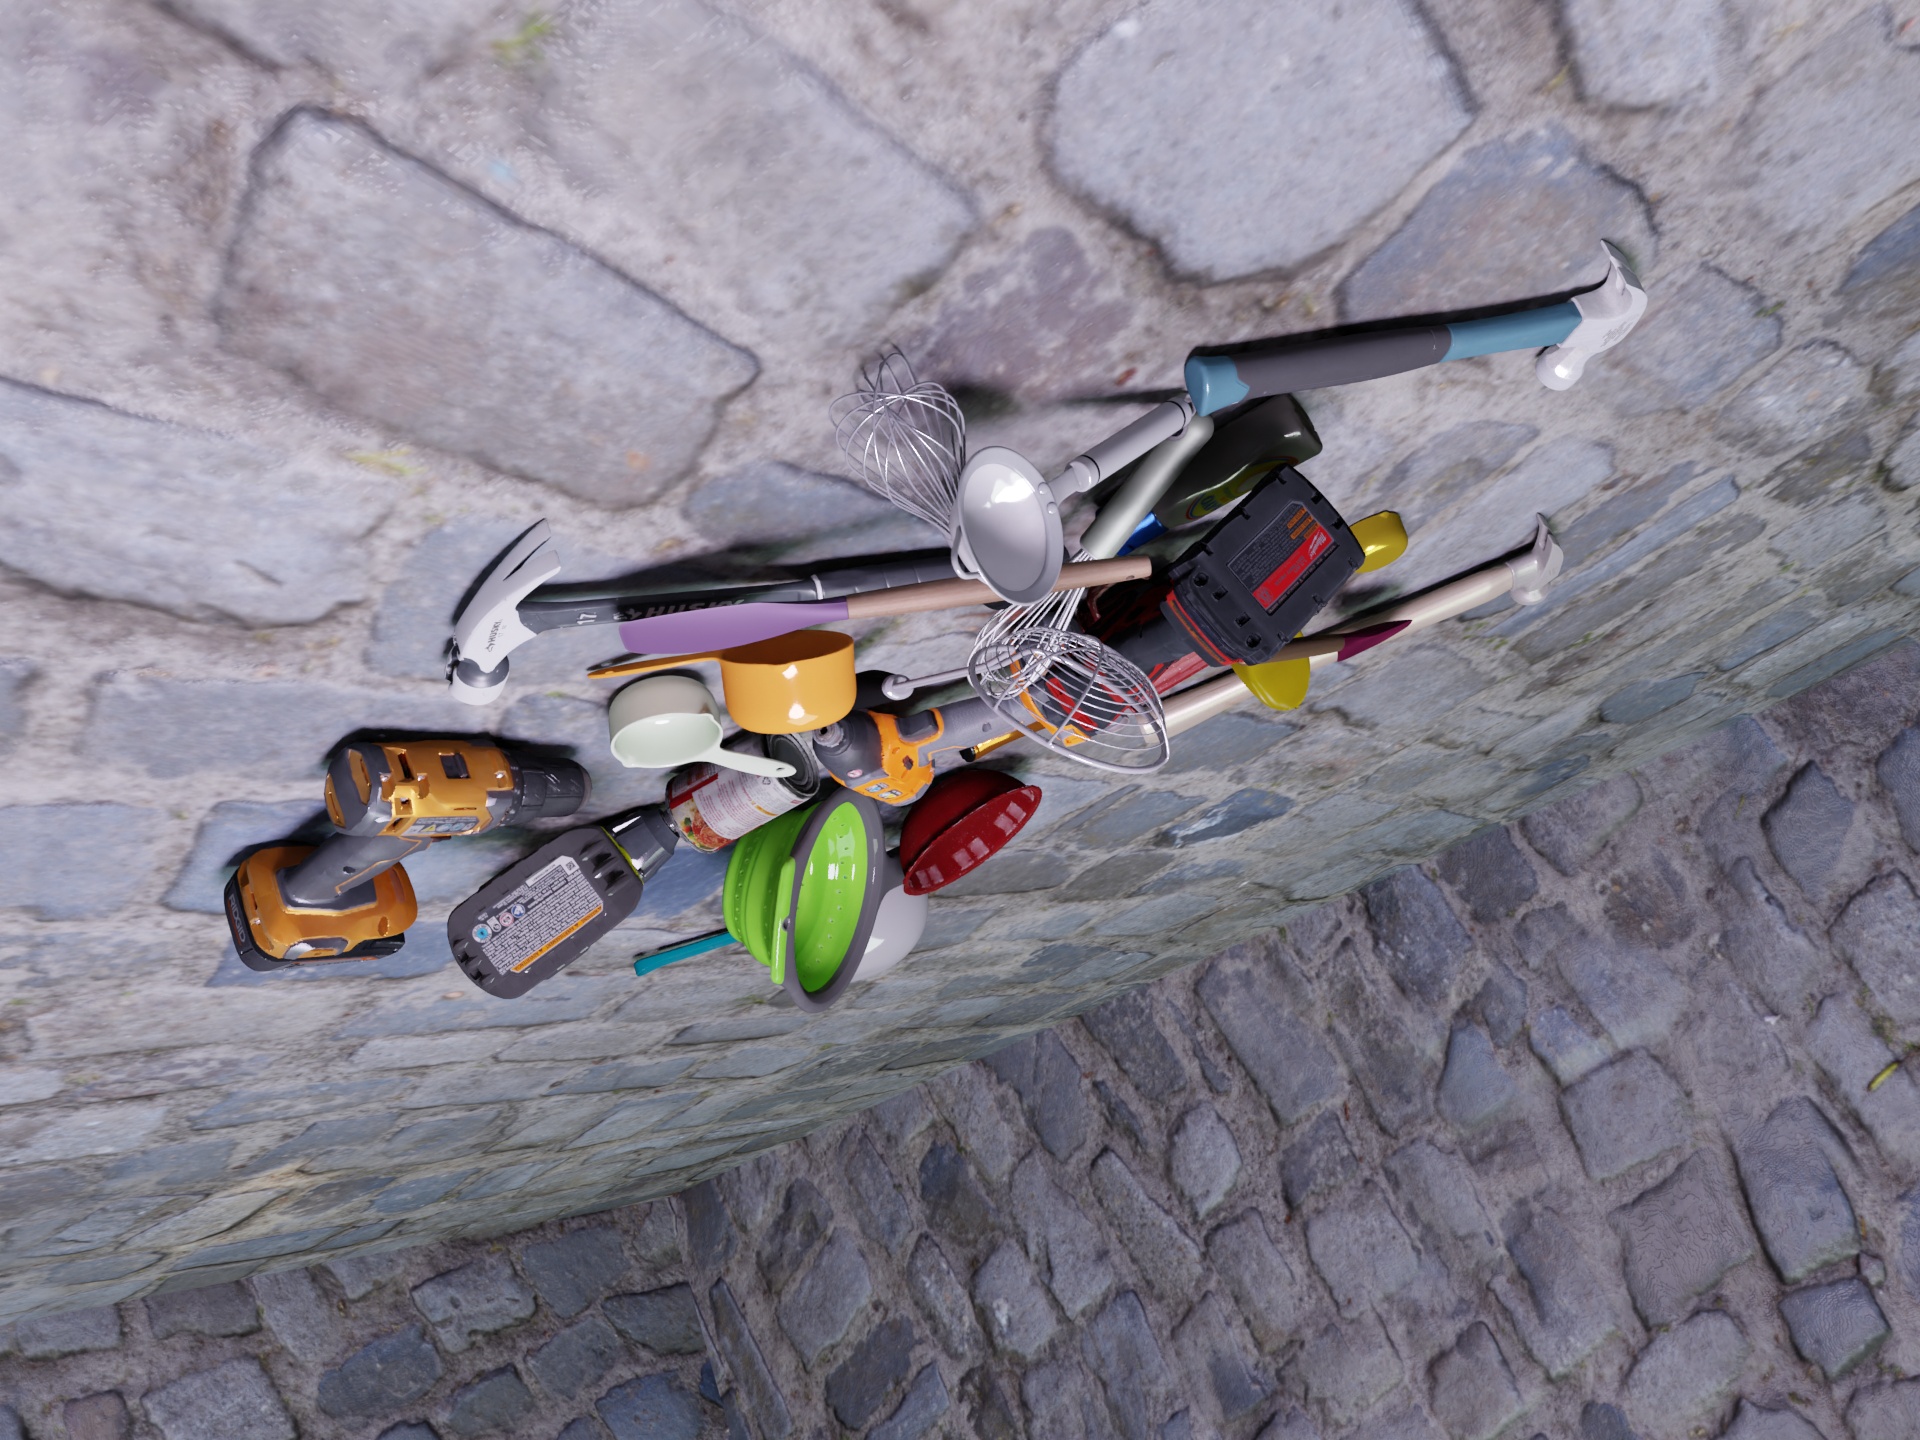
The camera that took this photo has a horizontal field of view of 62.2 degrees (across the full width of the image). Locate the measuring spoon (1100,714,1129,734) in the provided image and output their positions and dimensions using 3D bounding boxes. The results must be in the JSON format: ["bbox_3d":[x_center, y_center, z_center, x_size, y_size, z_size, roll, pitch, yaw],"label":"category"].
[{"bbox_3d":[0.117,-0.012,1.443,0.034,0.018,0.124,-28,153,21],"label":"measuring spoon"}]

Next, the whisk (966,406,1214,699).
[{"bbox_3d":[0.083,-0.104,1.034,0.059,0.058,0.246,19,124,-33],"label":"whisk"}]

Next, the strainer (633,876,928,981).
[{"bbox_3d":[-0.177,0.251,1.727,0.340,0.095,0.211,-16,161,-18],"label":"strainer"}]

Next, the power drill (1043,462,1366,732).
[{"bbox_3d":[0.164,-0.085,1.047,0.188,0.080,0.226,-43,-175,-25],"label":"power drill"}]

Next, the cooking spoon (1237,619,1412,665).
[{"bbox_3d":[0.301,-0.063,1.316,0.068,0.017,0.318,-34,166,33],"label":"cooking spoon"}]

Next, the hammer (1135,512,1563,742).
[{"bbox_3d":[0.355,-0.075,1.476,0.410,0.038,0.146,-23,160,7],"label":"hammer"}]

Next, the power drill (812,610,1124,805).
[{"bbox_3d":[-0.002,-0.004,1.238,0.226,0.084,0.164,-22,161,15],"label":"power drill"}]

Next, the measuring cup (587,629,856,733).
[{"bbox_3d":[-0.152,-0.019,1.033,0.173,0.052,0.095,-7,-163,0],"label":"measuring cup"}]

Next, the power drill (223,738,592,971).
[{"bbox_3d":[-0.379,0.086,1.100,0.226,0.084,0.185,-38,157,31],"label":"power drill"}]

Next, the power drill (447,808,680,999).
[{"bbox_3d":[-0.290,0.126,1.208,0.171,0.080,0.223,-36,-177,-1],"label":"power drill"}]

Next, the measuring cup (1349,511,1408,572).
[{"bbox_3d":[0.288,-0.130,1.263,0.156,0.029,0.062,-13,160,-22],"label":"measuring cup"}]

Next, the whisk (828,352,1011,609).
[{"bbox_3d":[-0.007,-0.123,0.914,0.070,0.070,0.284,-23,159,7],"label":"whisk"}]

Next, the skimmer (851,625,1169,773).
[{"bbox_3d":[-0.010,0.000,1.033,0.127,0.090,0.363,7,171,-34],"label":"skimmer"}]

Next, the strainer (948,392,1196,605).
[{"bbox_3d":[0.062,-0.133,0.891,0.050,0.086,0.258,-8,-158,47],"label":"strainer"}]

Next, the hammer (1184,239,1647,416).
[{"bbox_3d":[0.284,-0.230,0.984,0.331,0.033,0.128,-13,161,-20],"label":"hammer"}]

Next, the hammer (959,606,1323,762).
[{"bbox_3d":[0.144,-0.041,1.324,0.337,0.034,0.127,-24,-178,23],"label":"hammer"}]

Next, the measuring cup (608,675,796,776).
[{"bbox_3d":[-0.177,0.009,1.122,0.083,0.038,0.167,-29,152,27],"label":"measuring cup"}]

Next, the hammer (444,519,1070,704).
[{"bbox_3d":[-0.103,-0.082,0.987,0.408,0.036,0.149,-9,157,-32],"label":"hammer"}]

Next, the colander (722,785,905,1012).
[{"bbox_3d":[-0.121,0.143,1.490,0.094,0.204,0.397,9,-172,19],"label":"colander"}]

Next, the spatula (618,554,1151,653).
[{"bbox_3d":[-0.042,-0.070,0.943,0.316,0.018,0.059,-9,160,-5],"label":"spatula"}]
